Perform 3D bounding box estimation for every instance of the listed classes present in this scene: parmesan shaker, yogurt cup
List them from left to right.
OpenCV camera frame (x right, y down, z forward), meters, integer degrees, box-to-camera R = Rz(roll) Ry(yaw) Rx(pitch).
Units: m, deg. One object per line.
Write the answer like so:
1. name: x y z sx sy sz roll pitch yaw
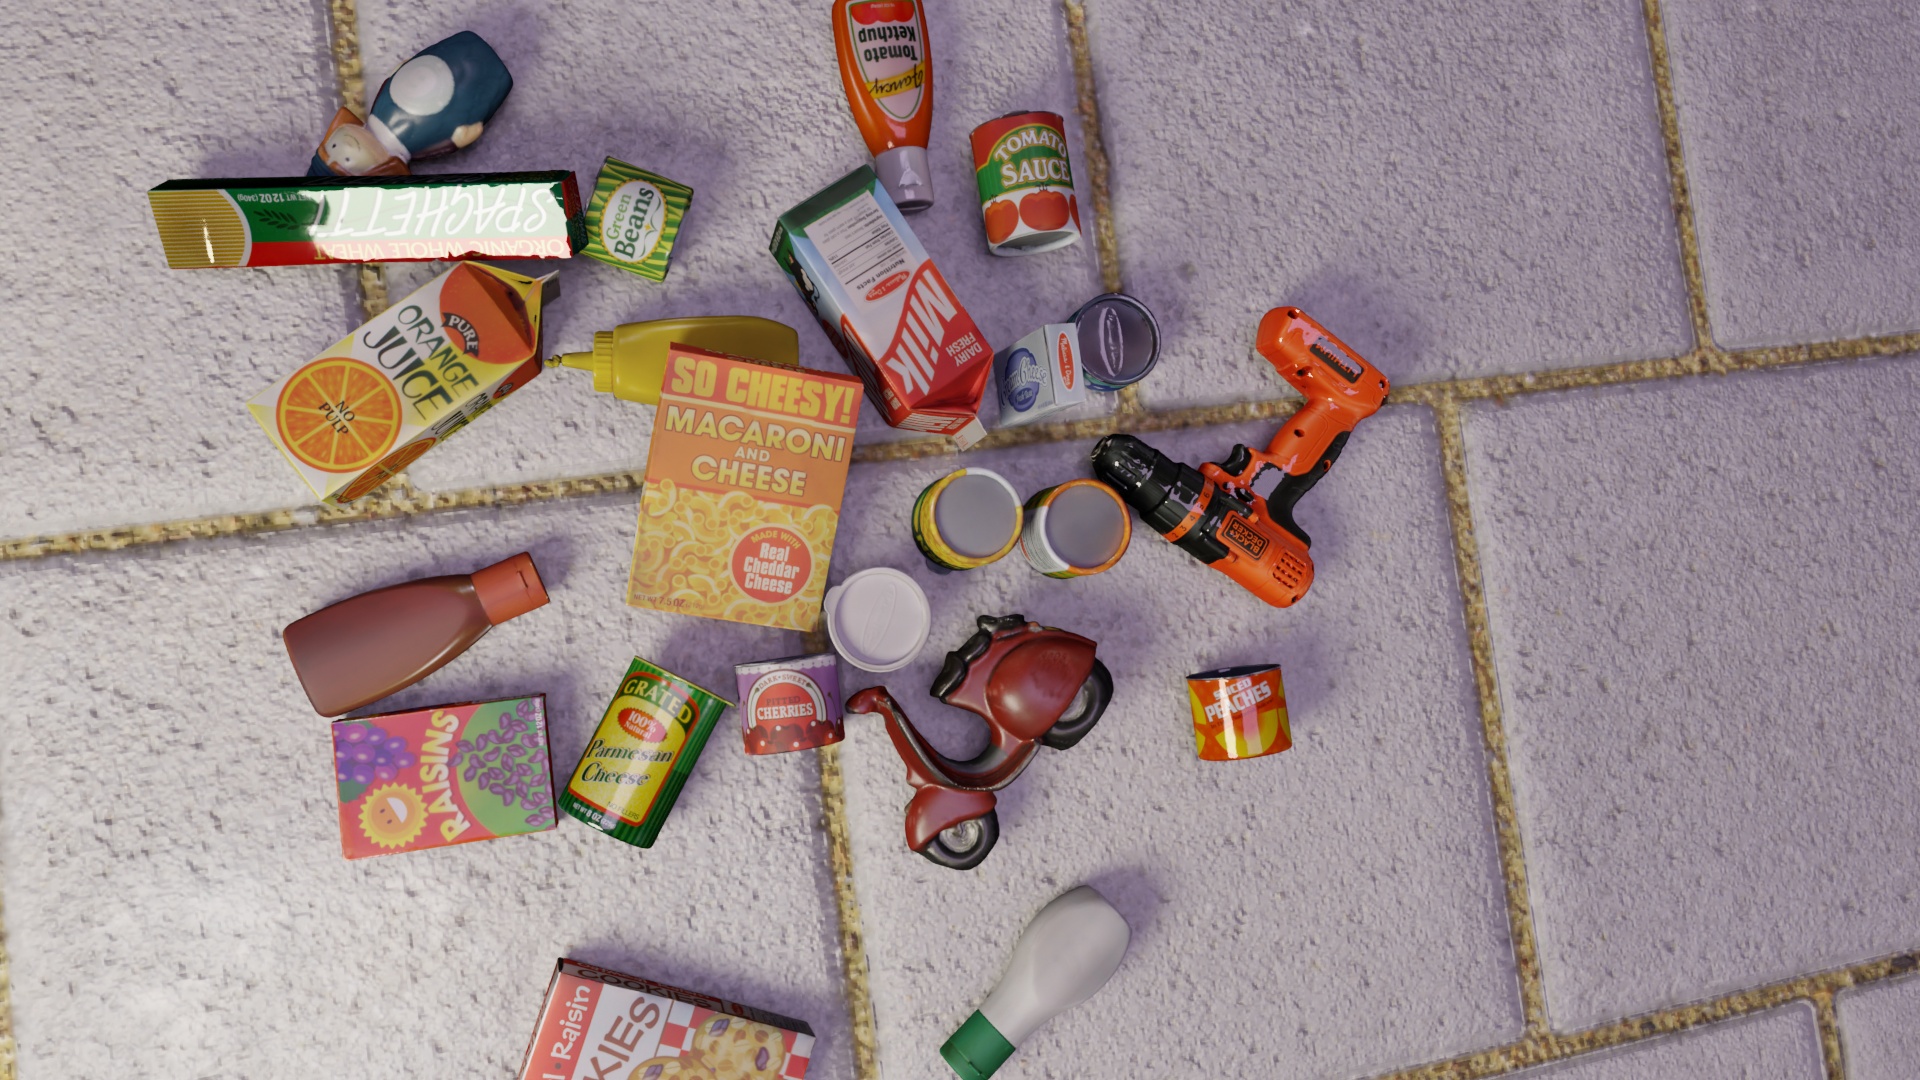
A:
1. parmesan shaker: -0.196 0.133 0.869 0.071 0.071 0.103 28 80 -10
2. yogurt cup: -0.057 0.052 0.916 0.072 0.054 0.072 1 85 -13

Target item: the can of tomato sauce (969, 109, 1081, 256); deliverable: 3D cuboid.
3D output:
1. can of tomato sauce: 0.046 -0.245 0.958 0.071 0.071 0.083 -9 88 -14

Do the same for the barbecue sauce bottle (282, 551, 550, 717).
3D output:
1. barbecue sauce bottle: -0.331 0.052 0.856 0.149 0.043 0.065 -24 89 -15

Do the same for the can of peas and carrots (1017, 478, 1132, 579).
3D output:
1. can of peas and carrots: 0.079 -0.009 0.952 0.071 0.058 0.071 1 86 -13

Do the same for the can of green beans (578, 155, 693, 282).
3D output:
1. can of green beans: -0.210 -0.206 0.896 0.058 0.071 0.071 19 81 -12

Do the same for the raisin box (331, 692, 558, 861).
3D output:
1. raisin box: -0.315 0.143 0.855 0.123 0.040 0.086 -6 87 -15

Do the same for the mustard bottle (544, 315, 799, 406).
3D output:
1. mustard bottle: -0.187 -0.116 0.902 0.160 0.049 0.065 1 91 -13

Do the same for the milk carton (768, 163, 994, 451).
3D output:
1. milk carton: -0.043 -0.144 0.928 0.073 0.072 0.190 -35 93 -14

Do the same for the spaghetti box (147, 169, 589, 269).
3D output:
1. spaghetti box: -0.356 -0.195 0.842 0.250 0.029 0.050 -2 119 -1

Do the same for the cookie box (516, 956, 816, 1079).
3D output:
1. cookie box: -0.190 0.345 0.867 0.167 0.040 0.123 19 81 -12

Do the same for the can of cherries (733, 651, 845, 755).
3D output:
1. can of cherries: -0.110 0.104 0.890 0.071 0.071 0.058 -6 87 -14

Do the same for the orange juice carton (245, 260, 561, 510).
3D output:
1. orange juice carton: -0.327 -0.106 0.856 0.193 0.071 0.073 -38 95 -13

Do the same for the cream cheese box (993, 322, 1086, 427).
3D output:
1. cream cheese box: 0.051 -0.109 0.931 0.024 0.103 0.053 -7 88 -18

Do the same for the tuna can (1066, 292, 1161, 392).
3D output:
1. tuna can: 0.103 -0.139 0.982 0.071 0.033 0.071 1 85 -13

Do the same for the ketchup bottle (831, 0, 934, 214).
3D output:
1. ketchup bottle: -0.047 -0.301 0.955 0.065 0.043 0.148 -9 88 -14

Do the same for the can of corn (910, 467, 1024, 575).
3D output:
1. can of corn: 0.003 -0.012 0.934 0.071 0.058 0.071 1 85 -13

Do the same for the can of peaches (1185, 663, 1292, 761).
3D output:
1. can of peaches: 0.193 0.119 0.962 0.071 0.071 0.058 -8 89 -14

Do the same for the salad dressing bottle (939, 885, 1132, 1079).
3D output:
1. salad dressing bottle: 0.050 0.298 0.927 0.148 0.044 0.064 -44 98 -12

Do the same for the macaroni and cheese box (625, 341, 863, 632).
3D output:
1. macaroni and cheese box: -0.138 -0.033 0.885 0.124 0.040 0.166 9 104 -13
